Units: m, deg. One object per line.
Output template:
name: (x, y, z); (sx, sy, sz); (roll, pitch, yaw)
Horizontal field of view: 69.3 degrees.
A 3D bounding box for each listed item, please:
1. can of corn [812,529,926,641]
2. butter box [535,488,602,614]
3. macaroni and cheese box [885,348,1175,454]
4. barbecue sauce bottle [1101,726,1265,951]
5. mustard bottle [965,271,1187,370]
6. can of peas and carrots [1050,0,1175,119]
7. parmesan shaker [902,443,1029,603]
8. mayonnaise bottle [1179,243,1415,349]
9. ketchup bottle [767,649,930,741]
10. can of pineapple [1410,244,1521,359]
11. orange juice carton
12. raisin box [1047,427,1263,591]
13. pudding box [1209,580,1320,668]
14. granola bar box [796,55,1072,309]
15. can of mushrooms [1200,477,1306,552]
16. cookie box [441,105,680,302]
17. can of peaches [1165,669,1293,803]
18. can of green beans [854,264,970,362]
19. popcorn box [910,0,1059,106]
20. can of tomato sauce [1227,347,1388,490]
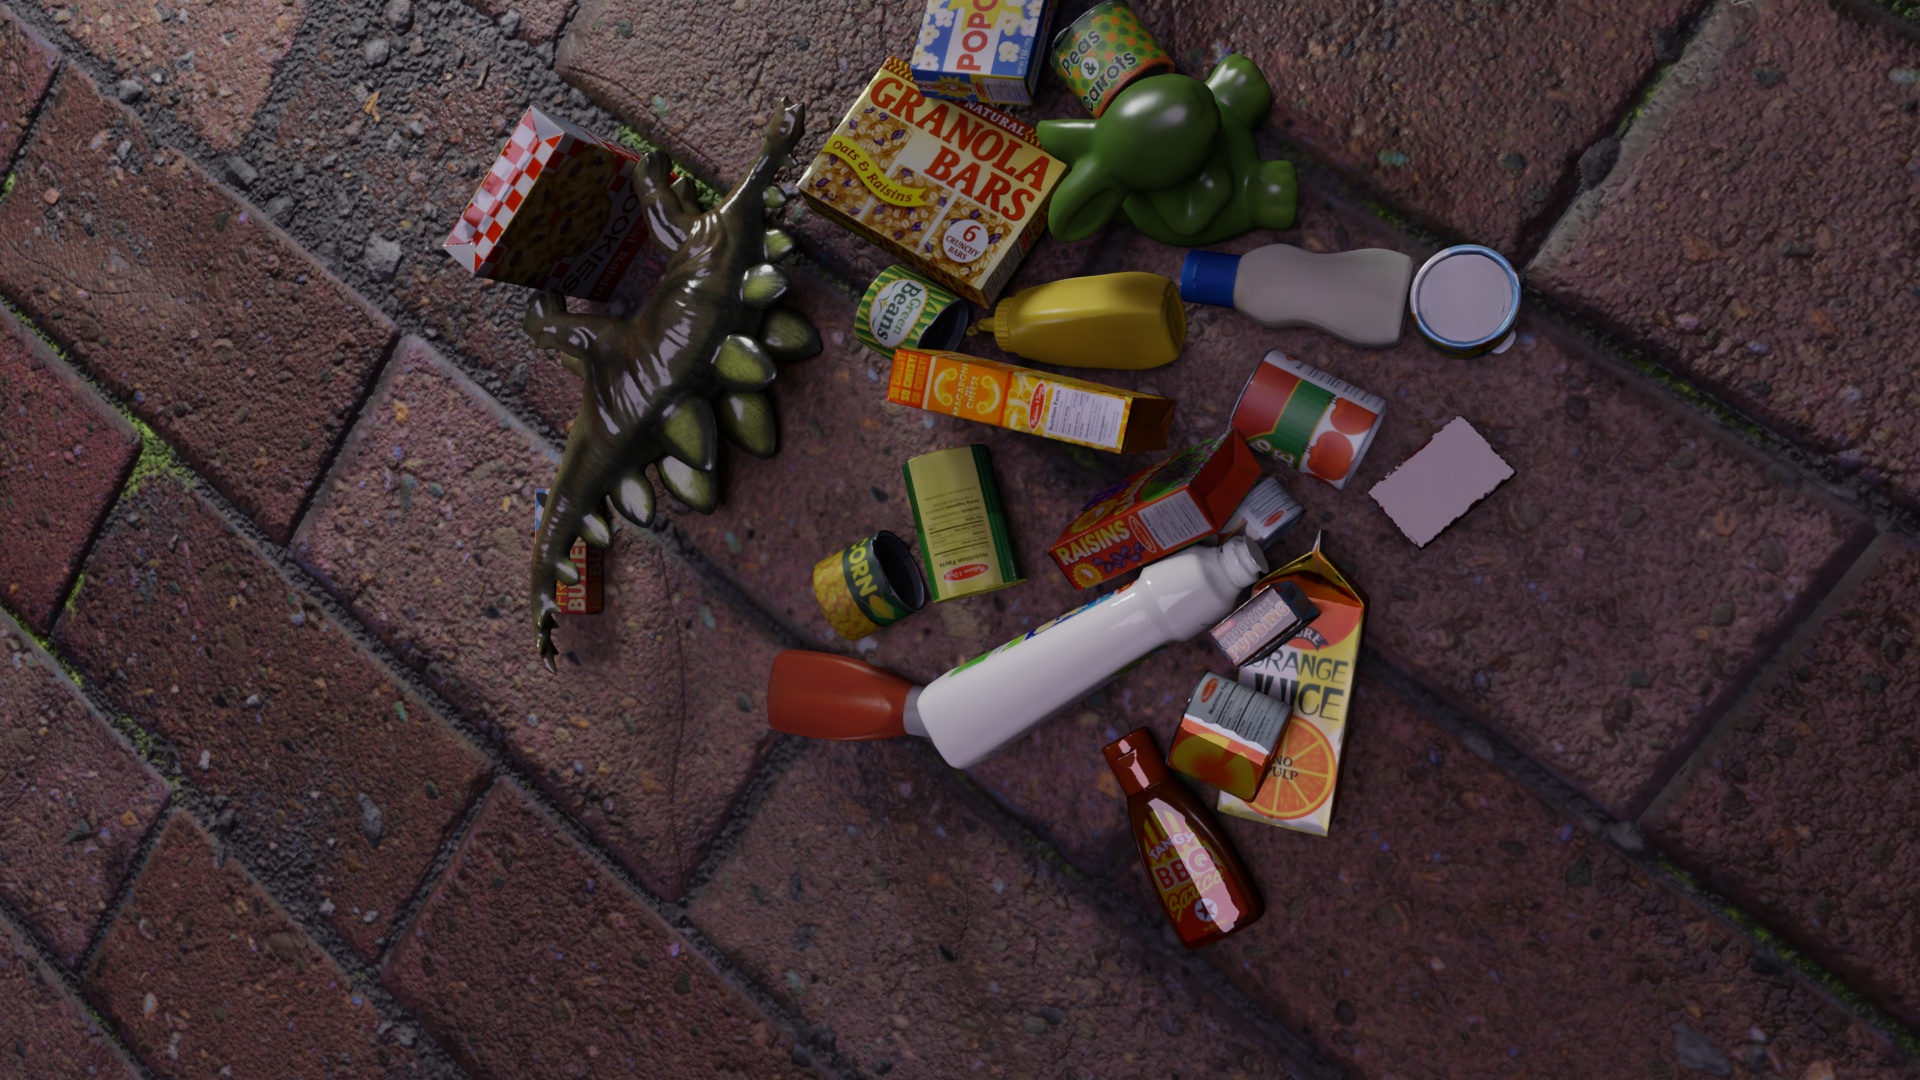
can of corn: (-0.068, 0.033, 1.022); (0.058, 0.071, 0.071); (-27, 82, 19)
butter box: (-0.321, 0.009, 1.140); (0.053, 0.024, 0.103); (0, 90, 21)
macaroni and cheese box: (0.051, -0.096, 0.948); (0.166, 0.124, 0.040); (15, 100, 19)
barbecue sauce bottle: (0.148, 0.202, 0.957); (0.064, 0.044, 0.148); (-31, 80, 19)
mustard bottle: (0.075, -0.153, 0.972); (0.160, 0.065, 0.049); (4, 52, 27)
can of peas and carrots: (0.104, -0.327, 0.956); (0.071, 0.071, 0.059); (-39, 79, 16)
parmesan shaker: (0.004, -0.013, 0.998); (0.071, 0.071, 0.103); (-15, 85, 20)
mayonnaise bottle: (0.223, -0.169, 0.930); (0.148, 0.041, 0.064); (12, 93, 21)
ketchup bottle: (-0.070, 0.121, 1.037); (0.149, 0.043, 0.064); (6, 94, 20)
can of pineapple: (0.323, -0.150, 0.883); (0.071, 0.058, 0.071); (0, 91, 20)
orange juice carton: (0.224, 0.087, 0.914); (0.073, 0.072, 0.192); (10, 94, 19)
raisin box: (0.128, -0.020, 0.917); (0.123, 0.086, 0.040); (-27, 103, 43)
pudding box: (0.186, 0.051, 0.843); (0.049, 0.084, 0.030); (-41, 75, 17)
granola bar box: (-0.015, -0.259, 1.001); (0.166, 0.039, 0.124); (32, 84, 17)
can of mushrooms: (0.194, -0.008, 0.929); (0.071, 0.071, 0.033); (-44, 77, 15)
cookie box: (-0.297, -0.250, 1.053); (0.040, 0.168, 0.122); (40, 103, 12)
can of peaches: (0.167, 0.123, 0.862); (0.058, 0.071, 0.071); (23, 98, 18)
can of green beans: (-0.035, -0.159, 1.011); (0.058, 0.071, 0.071); (33, 101, 17)
popcorn box: (0.022, -0.373, 0.983); (0.085, 0.038, 0.127); (9, 76, 17)
can of tomato sauce: (0.227, -0.078, 0.915); (0.083, 0.071, 0.071); (28, 100, 17)
